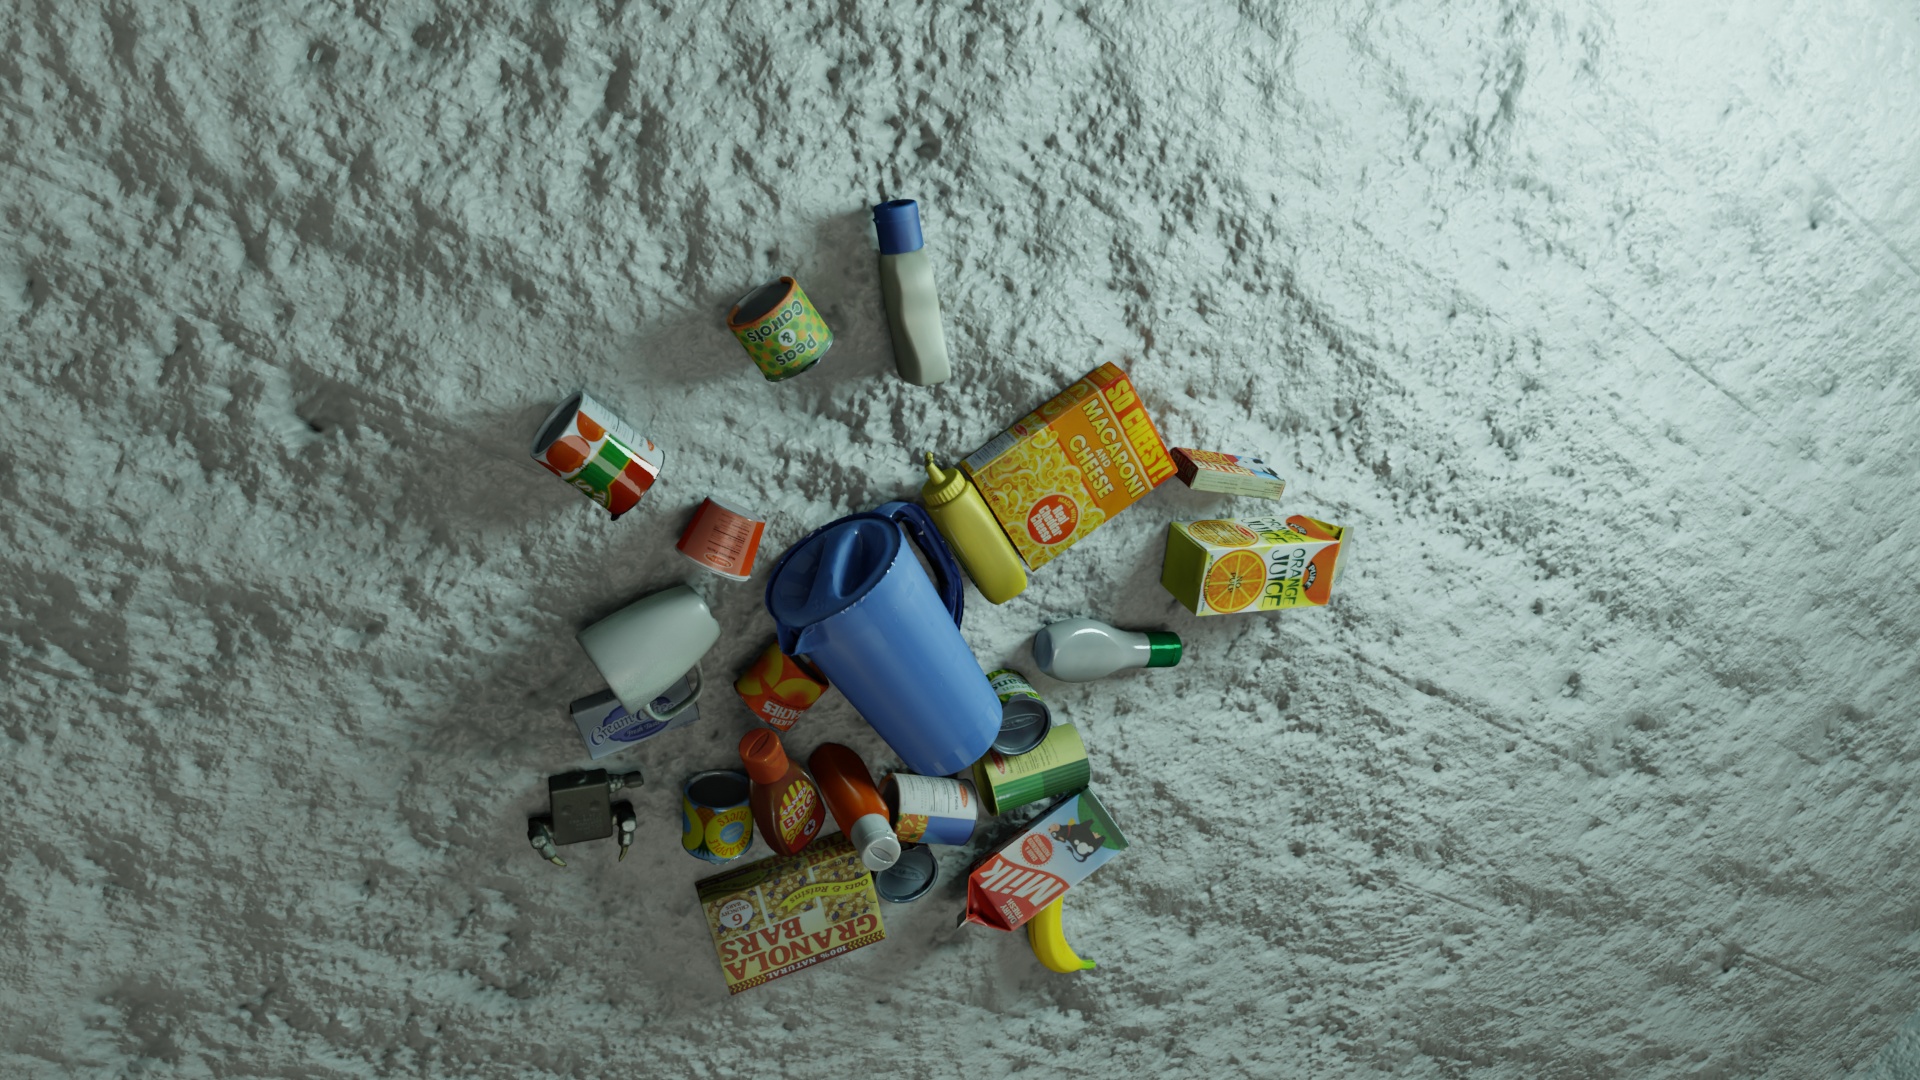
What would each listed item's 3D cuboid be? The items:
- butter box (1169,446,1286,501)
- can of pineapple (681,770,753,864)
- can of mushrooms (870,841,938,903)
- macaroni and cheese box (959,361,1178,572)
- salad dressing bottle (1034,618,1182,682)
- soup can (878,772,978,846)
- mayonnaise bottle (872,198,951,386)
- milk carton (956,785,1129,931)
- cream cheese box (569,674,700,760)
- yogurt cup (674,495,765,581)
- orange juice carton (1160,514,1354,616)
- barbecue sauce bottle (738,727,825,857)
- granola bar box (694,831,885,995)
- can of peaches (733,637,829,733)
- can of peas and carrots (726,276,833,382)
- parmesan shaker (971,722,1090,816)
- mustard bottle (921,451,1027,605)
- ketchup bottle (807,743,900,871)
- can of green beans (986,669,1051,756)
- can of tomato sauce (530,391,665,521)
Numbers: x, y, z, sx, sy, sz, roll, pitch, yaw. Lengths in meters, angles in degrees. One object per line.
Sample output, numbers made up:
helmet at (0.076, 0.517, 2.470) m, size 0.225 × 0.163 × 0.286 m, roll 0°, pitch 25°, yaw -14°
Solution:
butter box at (0.255, -0.064, 1.331) m, size 0.103 × 0.053 × 0.024 m, roll 6°, pitch 114°, yaw -23°
can of pineapple at (-0.223, 0.255, 1.284) m, size 0.071 × 0.071 × 0.057 m, roll -3°, pitch 115°, yaw -20°
can of mushrooms at (-0.057, 0.328, 1.404) m, size 0.071 × 0.033 × 0.070 m, roll -8°, pitch 116°, yaw -17°
macaroni and cheese box at (0.101, -0.068, 1.277) m, size 0.166 × 0.040 × 0.123 m, roll -35°, pitch 121°, yaw -2°
salad dressing bottle at (0.148, 0.109, 1.376) m, size 0.148 × 0.044 × 0.064 m, roll 2°, pitch 111°, yaw -23°
soup can at (-0.035, 0.266, 1.366) m, size 0.084 × 0.071 × 0.071 m, roll 10°, pitch 110°, yaw -24°
mayonnaise bottle at (-0.041, -0.205, 1.146) m, size 0.041 × 0.065 × 0.147 m, roll -17°, pitch 115°, yaw -17°
milk carton at (0.074, 0.333, 1.419) m, size 0.190 × 0.072 × 0.073 m, roll -36°, pitch 85°, yaw -2°
cream cheese box at (-0.289, 0.153, 1.237) m, size 0.104 × 0.024 × 0.053 m, roll -20°, pitch 119°, yaw -12°
yogurt cup at (-0.201, -0.003, 1.177) m, size 0.072 × 0.072 × 0.054 m, roll 22°, pitch 96°, yaw -28°
orange juice carton at (0.304, 0.022, 1.378) m, size 0.193 × 0.073 × 0.071 m, roll -3°, pitch 115°, yaw -20°
barbecue sauce bottle at (-0.165, 0.226, 1.262) m, size 0.065 × 0.044 × 0.147 m, roll -50°, pitch 147°, yaw -29°
granola bar box at (-0.166, 0.368, 1.377) m, size 0.166 × 0.039 × 0.123 m, roll -17°, pitch 119°, yaw -13°
can of peaches at (-0.160, 0.131, 1.251) m, size 0.058 × 0.071 × 0.071 m, roll -46°, pitch 121°, yaw 3°
can of peas and carrots at (-0.145, -0.169, 1.116) m, size 0.071 × 0.071 × 0.058 m, roll -36°, pitch 121°, yaw -2°
parmesan shaker at (0.071, 0.230, 1.386) m, size 0.103 × 0.071 × 0.071 m, roll -14°, pitch 118°, yaw -15°
mustard bottle at (0.004, -0.016, 1.252) m, size 0.049 × 0.065 × 0.159 m, roll -33°, pitch 116°, yaw -1°
ketchup bottle at (-0.095, 0.247, 1.284) m, size 0.064 × 0.149 × 0.043 m, roll 38°, pitch 95°, yaw -31°
can of green beans at (0.048, 0.167, 1.355) m, size 0.071 × 0.058 × 0.071 m, roll -8°, pitch 117°, yaw -17°
can of tomato sauce at (-0.291, -0.068, 1.109) m, size 0.071 × 0.071 × 0.083 m, roll -48°, pitch 120°, yaw 5°
